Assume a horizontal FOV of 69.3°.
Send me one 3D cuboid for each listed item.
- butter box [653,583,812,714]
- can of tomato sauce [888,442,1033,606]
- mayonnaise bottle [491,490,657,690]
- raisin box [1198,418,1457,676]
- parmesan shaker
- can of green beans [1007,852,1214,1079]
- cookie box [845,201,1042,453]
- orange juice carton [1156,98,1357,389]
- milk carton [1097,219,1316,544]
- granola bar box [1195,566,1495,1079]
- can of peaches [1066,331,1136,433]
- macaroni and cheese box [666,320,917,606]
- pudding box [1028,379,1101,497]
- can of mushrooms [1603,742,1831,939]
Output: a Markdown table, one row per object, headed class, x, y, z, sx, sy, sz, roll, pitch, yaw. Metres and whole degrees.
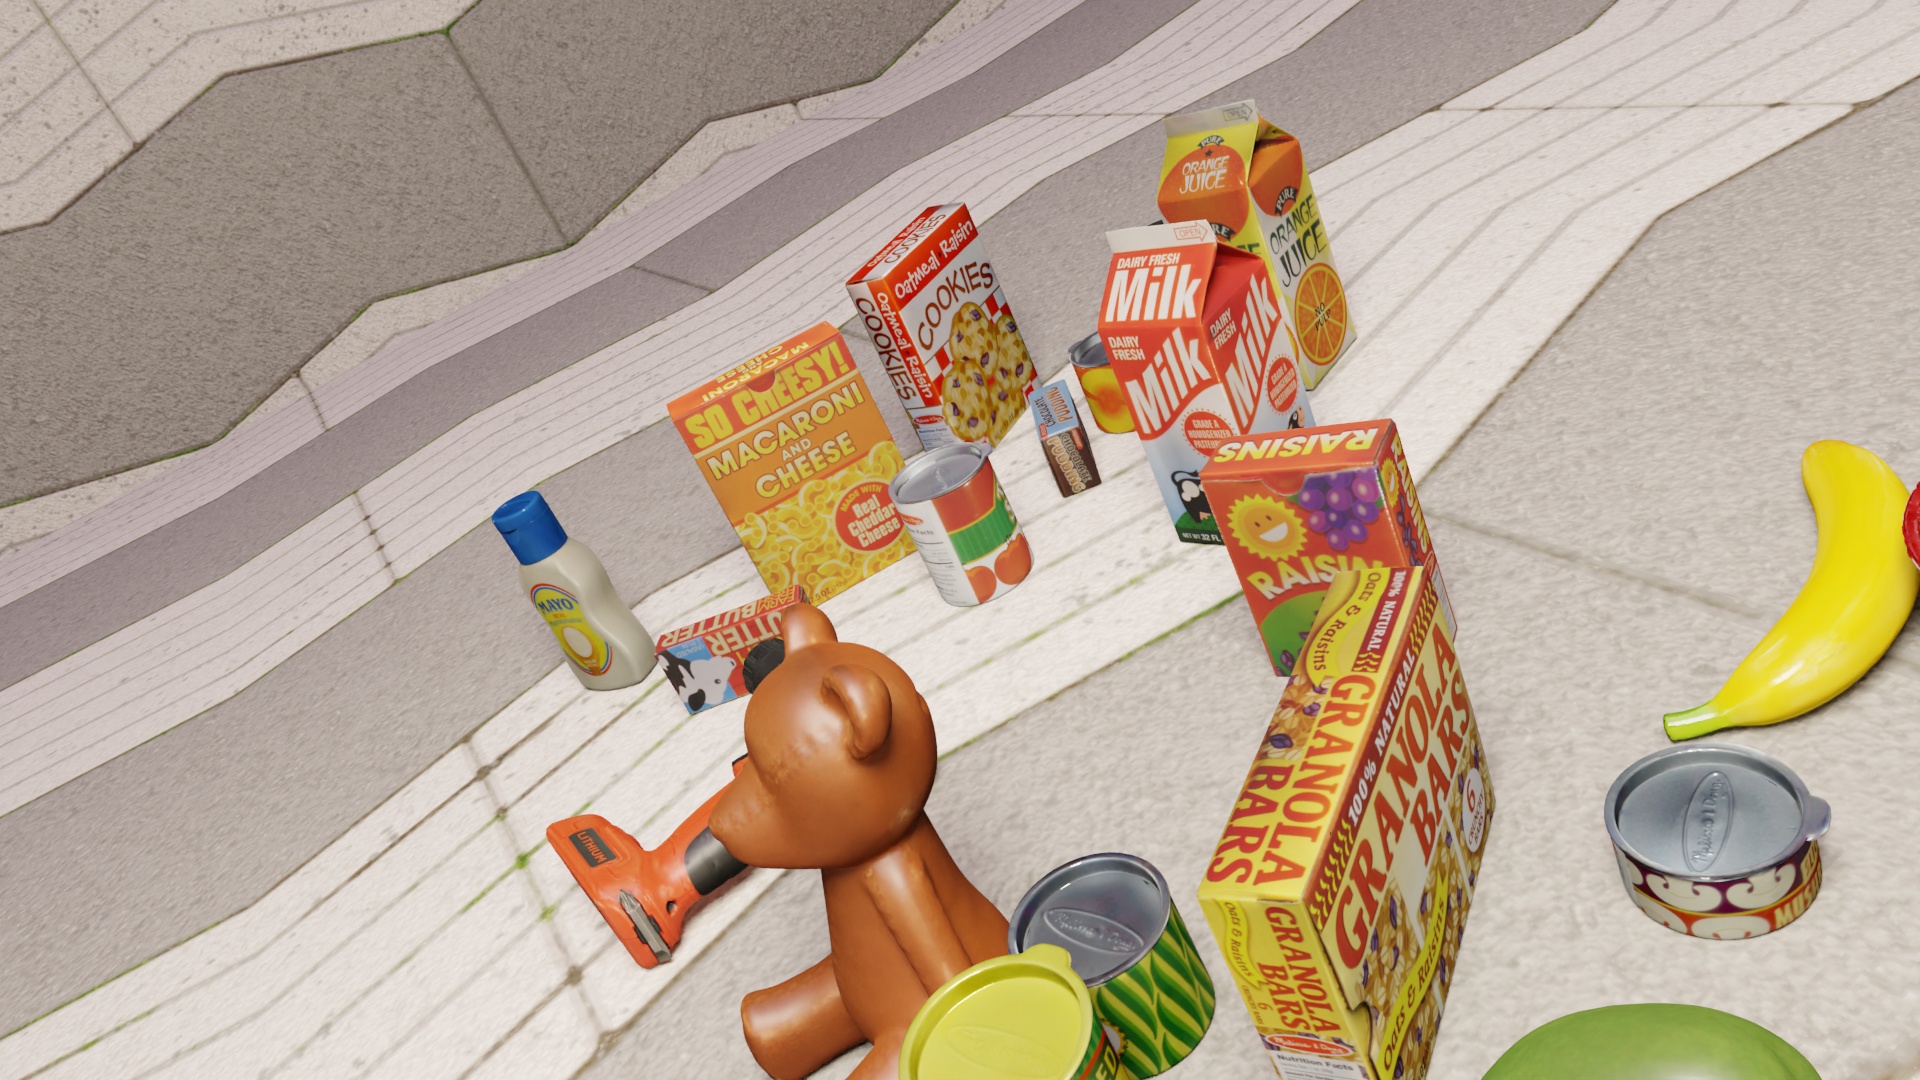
| class | x | y | z | sx | sy | sz | roll | pitch | yaw |
| --- | --- | --- | --- | --- | --- | --- | --- | --- | --- |
| butter box | -0.137 | 0.070 | 0.886 | 0.103 | 0.053 | 0.024 | -21 | 27 | 10 |
| can of tomato sauce | 0.003 | -0.011 | 0.877 | 0.071 | 0.082 | 0.071 | -20 | 27 | 11 |
| mayonnaise bottle | -0.267 | 0.036 | 0.953 | 0.064 | 0.147 | 0.041 | -9 | 31 | 30 |
| raisin box | 0.174 | 0.007 | 0.655 | 0.086 | 0.123 | 0.040 | -4 | 34 | 37 |
| parmesan shaker | 0.032 | 0.196 | 0.462 | 0.071 | 0.102 | 0.071 | -20 | 27 | 11 |
| can of green beans | 0.059 | 0.166 | 0.542 | 0.071 | 0.057 | 0.071 | -20 | 27 | 11 |
| cookie box | -0.009 | -0.152 | 1.045 | 0.040 | 0.166 | 0.123 | -4 | 34 | 37 |
| orange juice carton | 0.194 | -0.198 | 0.926 | 0.072 | 0.192 | 0.073 | 3 | 39 | 44 |
| milk carton | 0.141 | -0.093 | 0.788 | 0.072 | 0.189 | 0.074 | 4 | 39 | 45 |
| granola bar box | 0.147 | 0.107 | 0.499 | 0.039 | 0.123 | 0.166 | -5 | 34 | 36 |
| can of peaches | 0.117 | -0.118 | 0.997 | 0.071 | 0.058 | 0.071 | -20 | 27 | 11 |
| macaroni and cheese box | -0.103 | -0.046 | 0.937 | 0.124 | 0.166 | 0.040 | -30 | 27 | -8 |
| pudding box | 0.072 | -0.072 | 0.964 | 0.030 | 0.049 | 0.084 | -22 | 27 | 9 |
| can of mushrooms | 0.270 | 0.107 | 0.495 | 0.071 | 0.033 | 0.071 | -20 | 27 | 11 |
